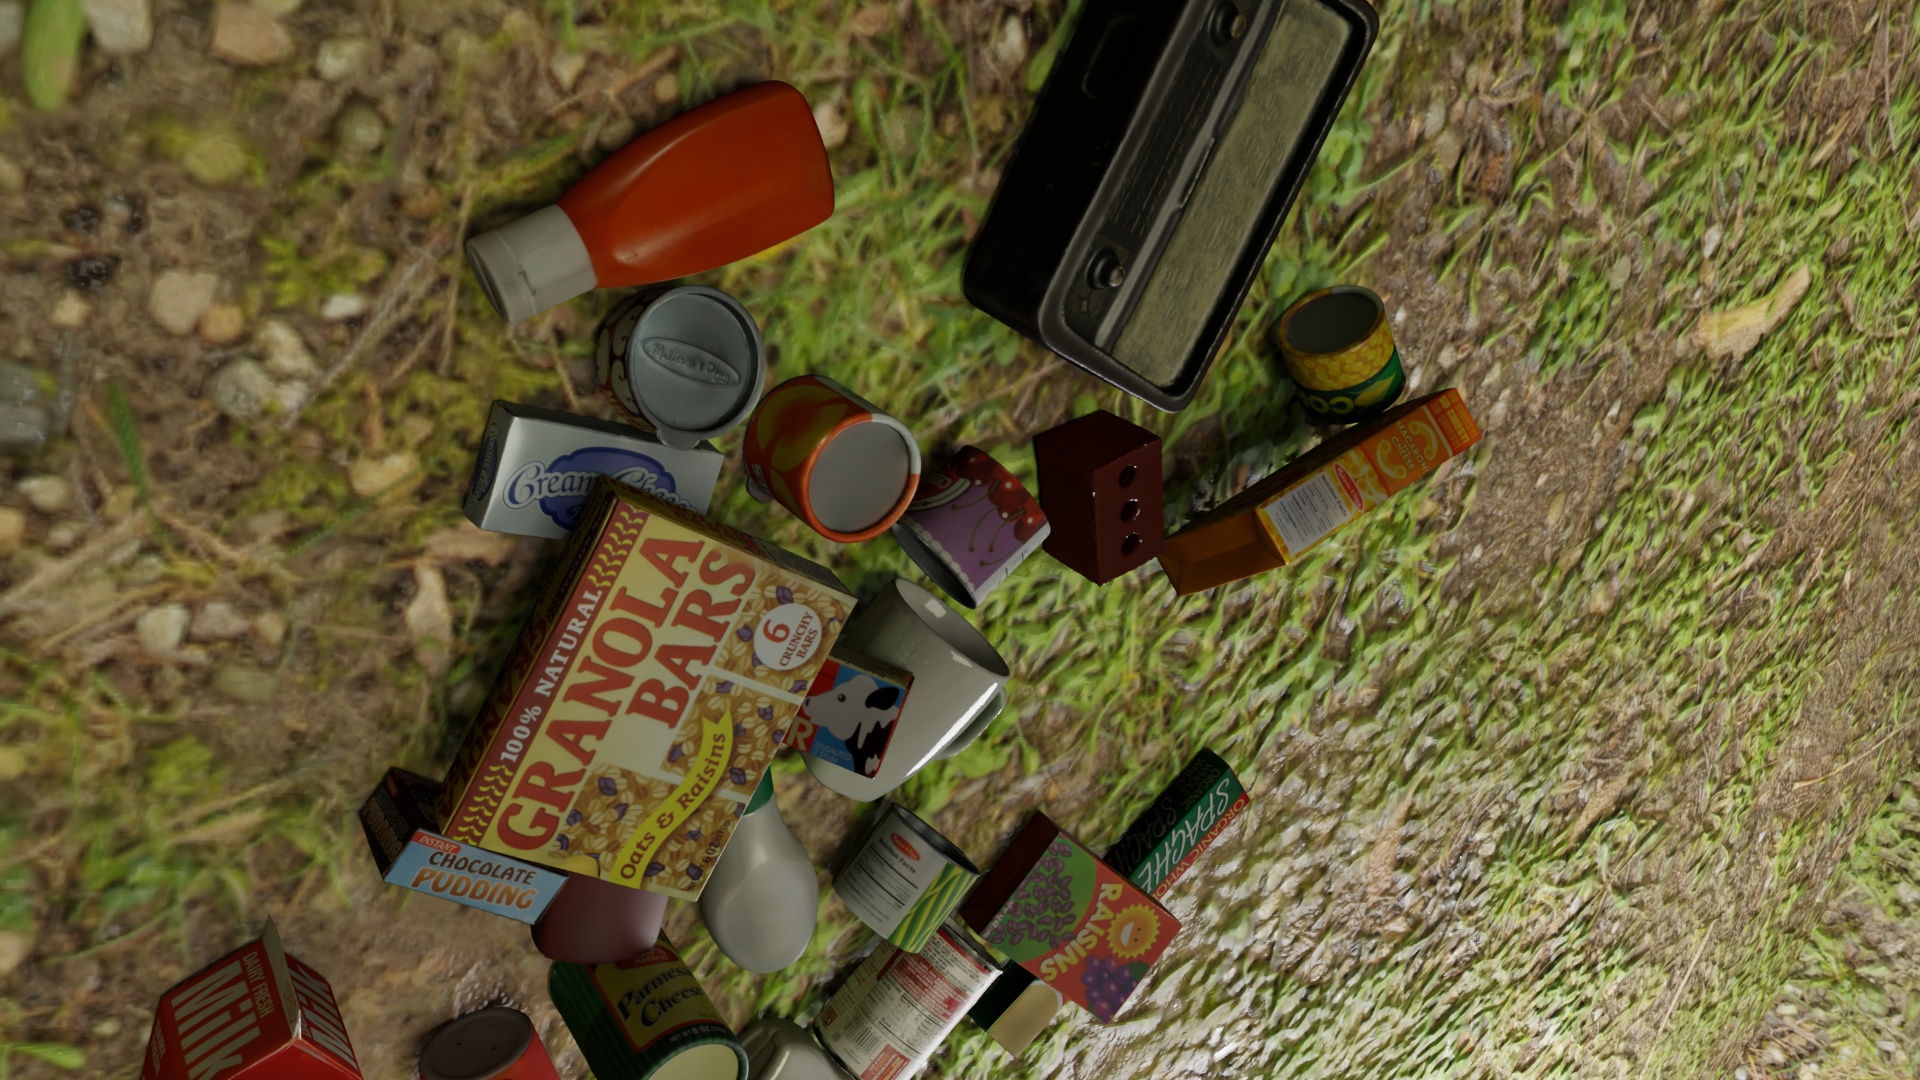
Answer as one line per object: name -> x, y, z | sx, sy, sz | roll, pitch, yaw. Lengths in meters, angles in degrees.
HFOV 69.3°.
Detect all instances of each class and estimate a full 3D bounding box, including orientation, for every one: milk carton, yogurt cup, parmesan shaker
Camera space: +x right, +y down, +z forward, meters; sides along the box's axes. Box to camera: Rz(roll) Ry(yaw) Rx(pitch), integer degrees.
milk carton -> -0.318, 0.264, 0.610 | 0.073, 0.072, 0.190 | 9, 107, -40
yogurt cup -> -0.233, 0.270, 0.688 | 0.072, 0.072, 0.053 | -21, 116, -29
parmesan shaker -> -0.157, 0.247, 0.707 | 0.071, 0.103, 0.071 | -18, 123, -30

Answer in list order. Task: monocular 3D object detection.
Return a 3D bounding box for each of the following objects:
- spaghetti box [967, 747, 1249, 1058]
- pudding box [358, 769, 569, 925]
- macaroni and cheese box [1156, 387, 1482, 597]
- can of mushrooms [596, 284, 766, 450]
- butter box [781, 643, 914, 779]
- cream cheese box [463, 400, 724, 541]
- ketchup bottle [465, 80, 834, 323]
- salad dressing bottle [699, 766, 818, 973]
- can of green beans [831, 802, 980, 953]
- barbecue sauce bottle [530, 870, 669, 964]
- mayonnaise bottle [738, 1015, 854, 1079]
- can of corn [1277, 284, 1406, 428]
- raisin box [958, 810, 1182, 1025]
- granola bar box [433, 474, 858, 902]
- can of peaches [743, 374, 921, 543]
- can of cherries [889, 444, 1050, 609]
spaghetti box -> 0.106, 0.250, 0.968 | 0.250, 0.029, 0.050 | -45, 132, -11
pudding box -> -0.226, 0.140, 0.633 | 0.030, 0.050, 0.083 | -54, 133, 0
macaroni and cheese box -> 0.214, -0.029, 0.845 | 0.167, 0.123, 0.040 | -30, 91, -23
can of mushrooms -> -0.122, -0.075, 0.602 | 0.071, 0.033, 0.071 | -8, 102, -38
butter box -> -0.080, 0.073, 0.688 | 0.024, 0.103, 0.053 | -52, 163, -77
cream cheese box -> -0.160, -0.026, 0.615 | 0.104, 0.024, 0.053 | 8, 106, -41
ketchup bottle -> -0.125, -0.135, 0.571 | 0.149, 0.043, 0.064 | -30, 128, -22
salad dressing bottle -> -0.112, 0.163, 0.740 | 0.064, 0.044, 0.147 | -21, 123, -26
can of green beans -> -0.032, 0.195, 0.804 | 0.058, 0.071, 0.071 | -52, 133, -3
barbecue sauce bottle -> -0.166, 0.134, 0.682 | 0.065, 0.044, 0.148 | 6, 108, -33
mayonnaise bottle -> -0.088, 0.343, 0.857 | 0.065, 0.041, 0.147 | -49, 134, -5
can of corn -> 0.231, -0.112, 0.850 | 0.071, 0.071, 0.058 | -43, 132, -12
raisin box -> 0.073, 0.247, 0.907 | 0.123, 0.040, 0.086 | 40, 84, -22
granola bar box -> -0.139, 0.070, 0.621 | 0.124, 0.039, 0.165 | 25, 95, -32
can of peaches -> -0.062, -0.037, 0.663 | 0.071, 0.058, 0.071 | -18, 123, -31
can of cherries -> 0.003, -0.009, 0.725 | 0.058, 0.071, 0.071 | -44, 132, -11
